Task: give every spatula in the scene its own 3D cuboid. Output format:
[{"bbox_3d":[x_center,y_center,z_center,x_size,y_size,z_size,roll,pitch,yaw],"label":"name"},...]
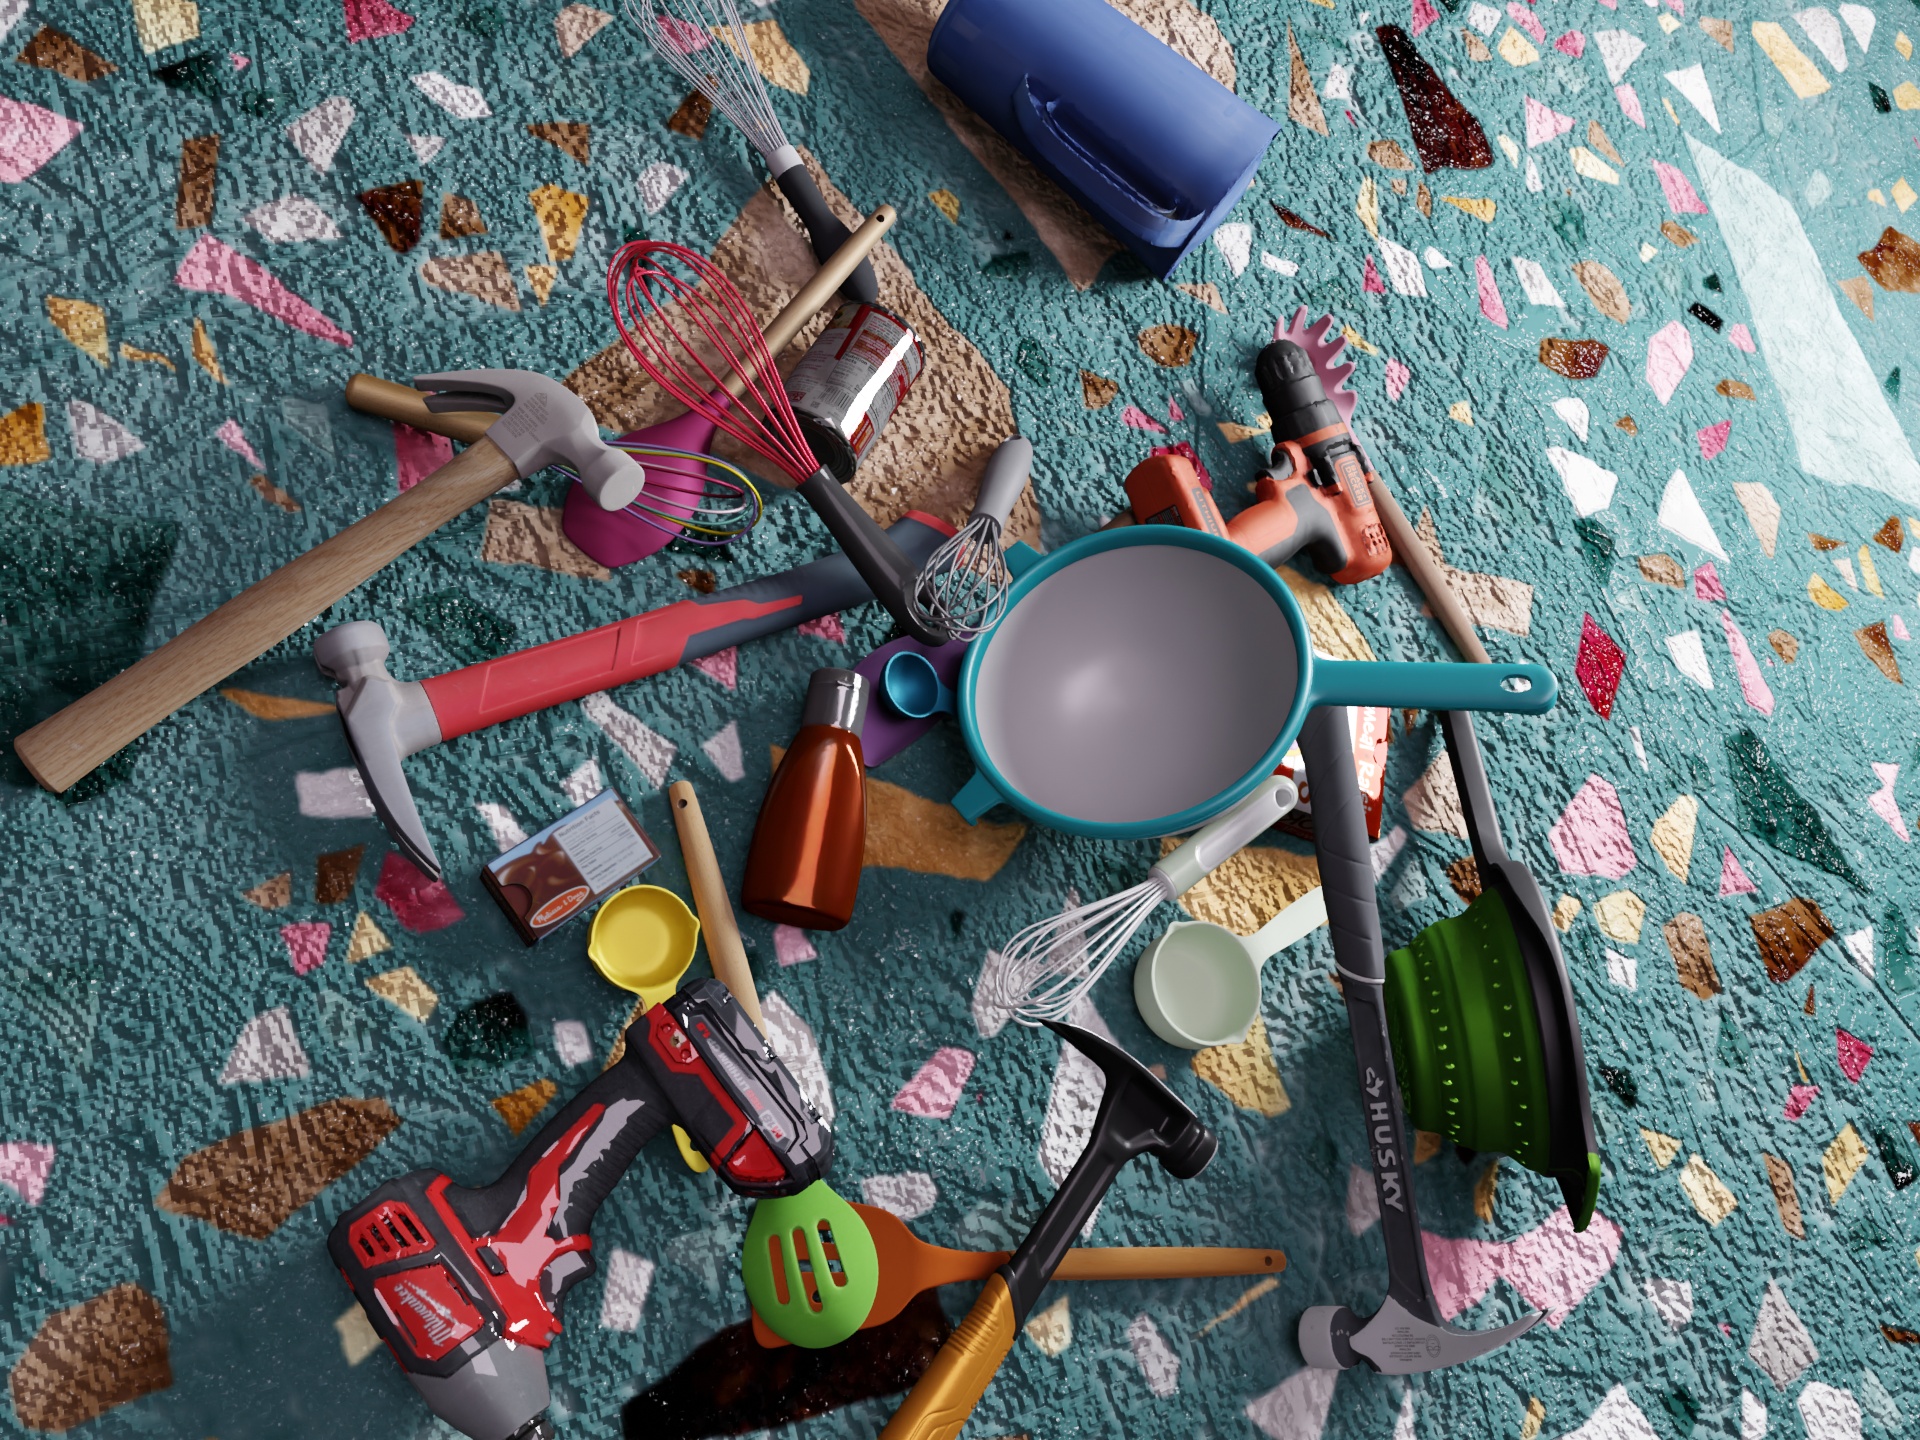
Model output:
[{"bbox_3d":[0.043,0.304,0.890,0.322,0.041,0.081,8,69,-25],"label":"spatula"},{"bbox_3d":[0.037,-0.076,1.034,0.316,0.018,0.060,-38,92,-29],"label":"spatula"}]

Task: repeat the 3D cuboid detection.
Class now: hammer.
[{"bbox_3d":[0.242,0.168,0.937,0.036,0.149,0.409,9,70,-46],"label":"hammer"},{"bbox_3d":[-0.156,-0.037,0.925,0.386,0.038,0.143,-21,81,-28],"label":"hammer"},{"bbox_3d":[-0.335,-0.077,0.831,0.331,0.031,0.130,-39,68,-18],"label":"hammer"},{"bbox_3d":[0.006,0.320,0.827,0.127,0.034,0.337,44,69,-18],"label":"hammer"}]

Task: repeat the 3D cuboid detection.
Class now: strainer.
[{"bbox_3d":[0.171,-0.006,0.945,0.340,0.095,0.211,2,62,18],"label":"strainer"}]

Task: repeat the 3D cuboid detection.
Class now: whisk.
[{"bbox_3d":[0.018,-0.121,0.987,0.055,0.055,0.239,32,37,-9],"label":"whisk"},{"bbox_3d":[-0.135,-0.400,1.068,0.070,0.070,0.284,-32,90,-30],"label":"whisk"},{"bbox_3d":[0.117,0.104,0.964,0.246,0.059,0.057,-34,102,-23],"label":"whisk"},{"bbox_3d":[-0.233,-0.159,0.923,0.245,0.047,0.051,17,73,-6],"label":"whisk"},{"bbox_3d":[-0.100,-0.159,0.935,0.295,0.073,0.073,51,60,-11],"label":"whisk"}]

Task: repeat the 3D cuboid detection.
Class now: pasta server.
[{"bbox_3d":[0.317,-0.161,1.176,0.060,0.040,0.316,-27,84,-17],"label":"pasta server"}]

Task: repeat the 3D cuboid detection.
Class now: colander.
[{"bbox_3d":[0.315,0.128,1.031,0.094,0.204,0.398,-8,52,9],"label":"colander"}]

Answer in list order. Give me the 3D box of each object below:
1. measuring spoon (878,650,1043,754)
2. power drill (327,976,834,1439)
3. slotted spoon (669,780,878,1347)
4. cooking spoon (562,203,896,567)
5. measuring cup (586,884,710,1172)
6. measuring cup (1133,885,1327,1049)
[{"bbox_3d":[-0.002,-0.003,0.984,0.128,0.021,0.042,26,58,-33],"label":"measuring spoon"},{"bbox_3d":[-0.175,0.239,0.769,0.219,0.078,0.143,-35,76,-18],"label":"power drill"},{"bbox_3d":[-0.114,0.178,0.859,0.070,0.031,0.314,-18,72,-2],"label":"slotted spoon"},{"bbox_3d":[-0.135,-0.220,0.998,0.068,0.017,0.319,38,68,-6],"label":"cooking spoon"},{"bbox_3d":[-0.161,0.166,0.858,0.062,0.029,0.156,-14,88,-26],"label":"measuring cup"},{"bbox_3d":[0.177,0.147,0.999,0.167,0.038,0.083,-27,83,-31],"label":"measuring cup"}]
